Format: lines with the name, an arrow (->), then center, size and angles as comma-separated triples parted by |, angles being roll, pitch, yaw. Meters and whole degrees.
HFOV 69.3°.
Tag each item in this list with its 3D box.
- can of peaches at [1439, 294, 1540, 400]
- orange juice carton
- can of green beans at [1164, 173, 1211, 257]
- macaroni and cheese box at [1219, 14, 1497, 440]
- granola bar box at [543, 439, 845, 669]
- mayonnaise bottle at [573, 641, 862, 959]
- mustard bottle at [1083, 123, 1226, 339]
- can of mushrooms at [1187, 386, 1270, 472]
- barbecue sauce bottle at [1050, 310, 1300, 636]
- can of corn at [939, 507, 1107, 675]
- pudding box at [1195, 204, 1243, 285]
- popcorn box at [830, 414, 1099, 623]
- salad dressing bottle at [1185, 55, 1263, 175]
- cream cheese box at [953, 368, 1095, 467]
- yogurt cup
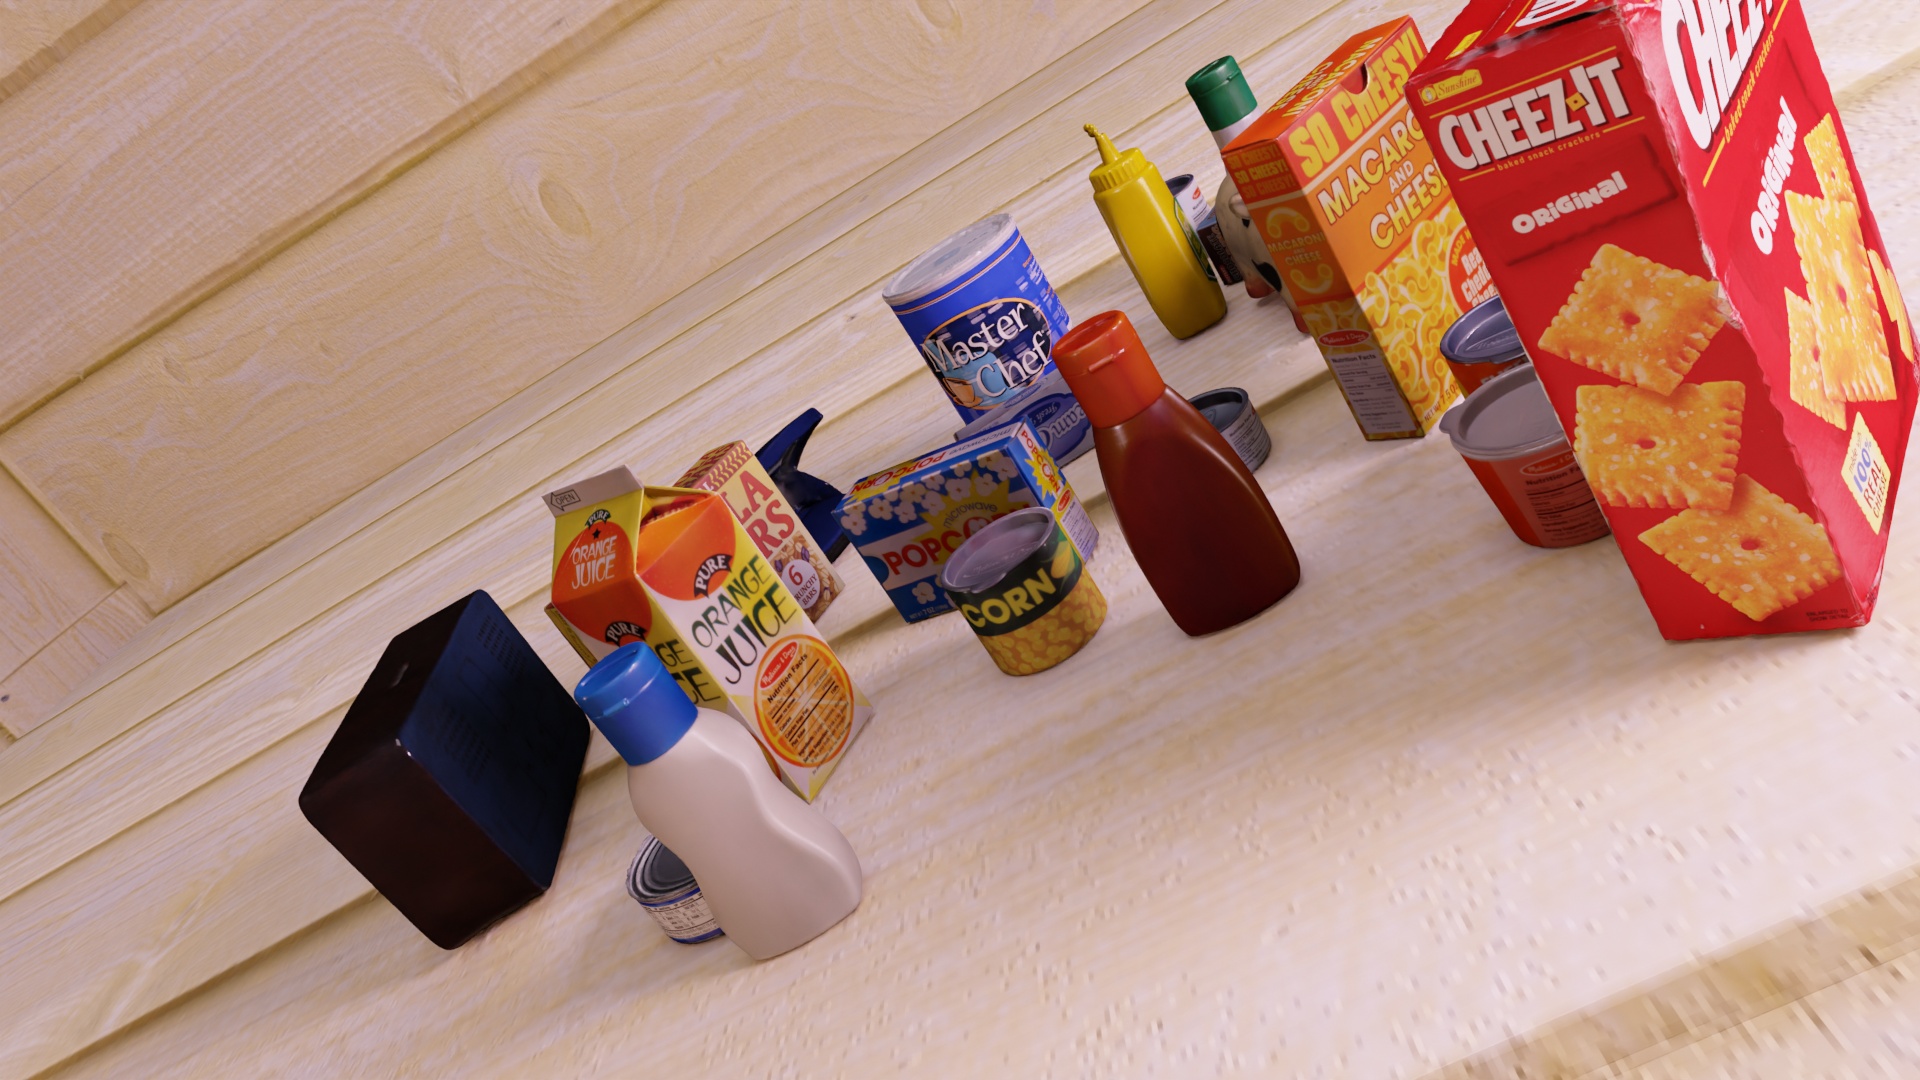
can of peaches -> 0.251, -0.072, 0.602 | 0.071, 0.058, 0.071 | -29, 21, 12
orange juice carton -> -0.135, 0.045, 0.711 | 0.071, 0.192, 0.073 | -16, 27, 39
can of green beans -> 0.170, -0.251, 1.113 | 0.071, 0.057, 0.071 | -29, 21, 12
macaroni and cheese box -> 0.212, -0.152, 0.683 | 0.124, 0.166, 0.040 | -44, 23, -26
granola bar box -> -0.159, 0.035, 0.862 | 0.039, 0.124, 0.166 | -13, 28, 43
mayonnaise bottle -> -0.104, 0.109, 0.588 | 0.064, 0.147, 0.041 | -30, 21, 9
mustard bottle -> 0.128, -0.217, 0.953 | 0.048, 0.160, 0.065 | -27, 22, 18
can of mushrooms -> 0.132, -0.052, 0.763 | 0.071, 0.033, 0.071 | -28, 21, 12
barbecue sauce bottle -> 0.091, -0.030, 0.613 | 0.065, 0.148, 0.044 | -28, 21, 13
can of corn -> 0.032, 0.027, 0.698 | 0.071, 0.058, 0.071 | -29, 21, 12
pudding box -> 0.208, -0.231, 1.024 | 0.030, 0.049, 0.084 | -15, 27, 40
popcorn box -> 0.003, -0.010, 0.784 | 0.126, 0.085, 0.038 | -19, 25, 33
salad dressing bottle -> 0.204, -0.259, 0.955 | 0.064, 0.147, 0.044 | -43, 22, -23
cream cheese box -> 0.053, -0.072, 0.893 | 0.104, 0.053, 0.024 | -33, 21, 2
yogurt cup -> 0.235, -0.034, 0.547 | 0.072, 0.054, 0.073 | -29, 21, 12
